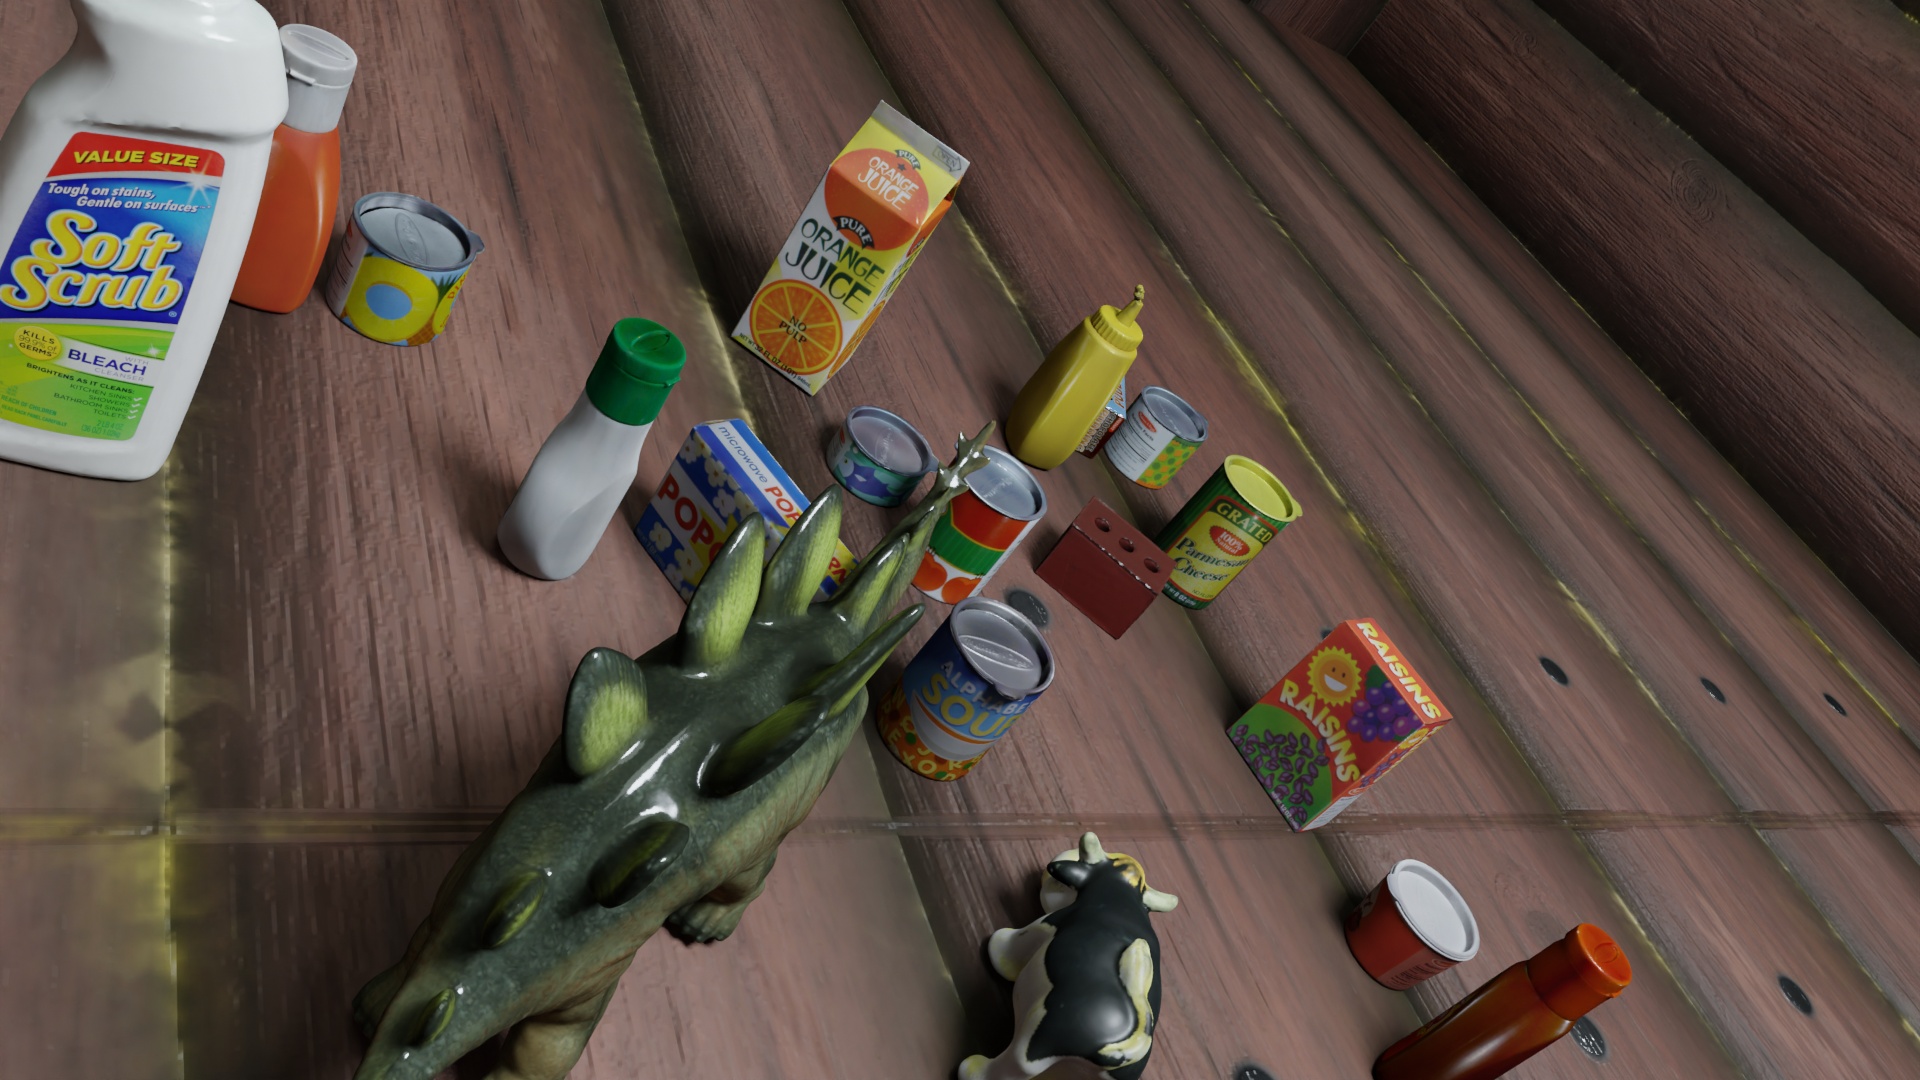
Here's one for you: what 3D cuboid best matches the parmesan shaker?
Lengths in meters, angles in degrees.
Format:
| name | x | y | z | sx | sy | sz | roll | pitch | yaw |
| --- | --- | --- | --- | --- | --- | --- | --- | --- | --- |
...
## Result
| name | x | y | z | sx | sy | sz | roll | pitch | yaw |
| --- | --- | --- | --- | --- | --- | --- | --- | --- | --- |
| parmesan shaker | 0.194 | -0.003 | 1.035 | 0.071 | 0.102 | 0.072 | 25 | 34 | -19 |

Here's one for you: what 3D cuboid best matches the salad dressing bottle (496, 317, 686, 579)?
| name | x | y | z | sx | sy | sz | roll | pitch | yaw |
| --- | --- | --- | --- | --- | --- | --- | --- | --- | --- |
| salad dressing bottle | -0.181 | -0.044 | 0.683 | 0.044 | 0.147 | 0.064 | 41 | 32 | 4 |

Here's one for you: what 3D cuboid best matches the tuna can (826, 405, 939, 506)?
| name | x | y | z | sx | sy | sz | roll | pitch | yaw |
| --- | --- | --- | --- | --- | --- | --- | --- | --- | --- |
| tuna can | -0.052 | -0.055 | 0.927 | 0.071 | 0.032 | 0.071 | 25 | 34 | -19 |

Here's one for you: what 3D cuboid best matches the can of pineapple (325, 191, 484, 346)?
| name | x | y | z | sx | sy | sz | roll | pitch | yaw |
| --- | --- | --- | --- | --- | --- | --- | --- | --- | --- |
| can of pineapple | -0.310 | -0.150 | 0.774 | 0.071 | 0.057 | 0.071 | 25 | 34 | -19 |

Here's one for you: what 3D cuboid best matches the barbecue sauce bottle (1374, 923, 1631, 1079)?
| name | x | y | z | sx | sy | sz | roll | pitch | yaw |
| --- | --- | --- | --- | --- | --- | --- | --- | --- | --- |
| barbecue sauce bottle | 0.297 | 0.264 | 0.760 | 0.065 | 0.147 | 0.044 | 1 | 48 | -44 |

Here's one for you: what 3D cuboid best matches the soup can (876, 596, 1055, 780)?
| name | x | y | z | sx | sy | sz | roll | pitch | yaw |
| --- | --- | --- | --- | --- | --- | --- | --- | --- | --- |
| soup can | 0.002 | 0.084 | 0.759 | 0.071 | 0.083 | 0.072 | 25 | 34 | -19 |

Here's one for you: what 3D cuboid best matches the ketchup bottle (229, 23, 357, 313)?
| name | x | y | z | sx | sy | sz | roll | pitch | yaw |
| --- | --- | --- | --- | --- | --- | --- | --- | --- | --- |
| ketchup bottle | -0.345 | -0.187 | 0.702 | 0.065 | 0.148 | 0.044 | 23 | 35 | -23 |

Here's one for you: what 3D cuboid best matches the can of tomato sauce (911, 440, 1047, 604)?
| name | x | y | z | sx | sy | sz | roll | pitch | yaw |
| --- | --- | --- | --- | --- | --- | --- | --- | --- | --- |
| can of tomato sauce | 0.003 | -0.011 | 0.879 | 0.071 | 0.082 | 0.071 | 25 | 34 | -19 |

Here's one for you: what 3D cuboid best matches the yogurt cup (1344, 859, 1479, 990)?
| name | x | y | z | sx | sy | sz | roll | pitch | yaw |
| --- | --- | --- | --- | --- | --- | --- | --- | --- | --- |
| yogurt cup | 0.276 | 0.240 | 0.857 | 0.072 | 0.053 | 0.073 | 25 | 34 | -19 |

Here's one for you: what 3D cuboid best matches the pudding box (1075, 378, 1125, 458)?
| name | x | y | z | sx | sy | sz | roll | pitch | yaw |
| --- | --- | --- | --- | --- | --- | --- | --- | --- | --- |
| pudding box | 0.110 | -0.112 | 1.138 | 0.030 | 0.049 | 0.084 | 28 | 34 | -15 |

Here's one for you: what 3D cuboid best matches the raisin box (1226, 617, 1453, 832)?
| name | x | y | z | sx | sy | sz | roll | pitch | yaw |
| --- | --- | --- | --- | --- | --- | --- | --- | --- | --- |
| raisin box | 0.246 | 0.121 | 0.911 | 0.040 | 0.122 | 0.086 | 0 | 48 | -44 |

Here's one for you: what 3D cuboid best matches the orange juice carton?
| name | x | y | z | sx | sy | sz | roll | pitch | yaw |
| --- | --- | --- | --- | --- | --- | --- | --- | --- | --- |
| orange juice carton | -0.072 | -0.198 | 0.938 | 0.072 | 0.191 | 0.073 | 36 | 32 | -3 |

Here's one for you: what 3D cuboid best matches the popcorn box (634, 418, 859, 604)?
| name | x | y | z | sx | sy | sz | roll | pitch | yaw |
| --- | --- | --- | --- | --- | --- | --- | --- | --- | --- |
| popcorn box | -0.112 | 0.008 | 0.742 | 0.127 | 0.084 | 0.038 | 50 | 34 | 18 |

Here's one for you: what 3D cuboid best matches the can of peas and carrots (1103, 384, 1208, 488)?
| name | x | y | z | sx | sy | sz | roll | pitch | yaw |
| --- | --- | --- | --- | --- | --- | --- | --- | --- | --- |
| can of peas and carrots | 0.162 | -0.085 | 1.146 | 0.071 | 0.058 | 0.071 | 25 | 34 | -19 |

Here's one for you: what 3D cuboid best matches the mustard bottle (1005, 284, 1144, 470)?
| name | x | y | z | sx | sy | sz | roll | pitch | yaw |
| --- | --- | --- | --- | --- | --- | --- | --- | --- | --- |
| mustard bottle | 0.093 | -0.125 | 1.035 | 0.049 | 0.159 | 0.065 | 21 | 36 | -25 |
